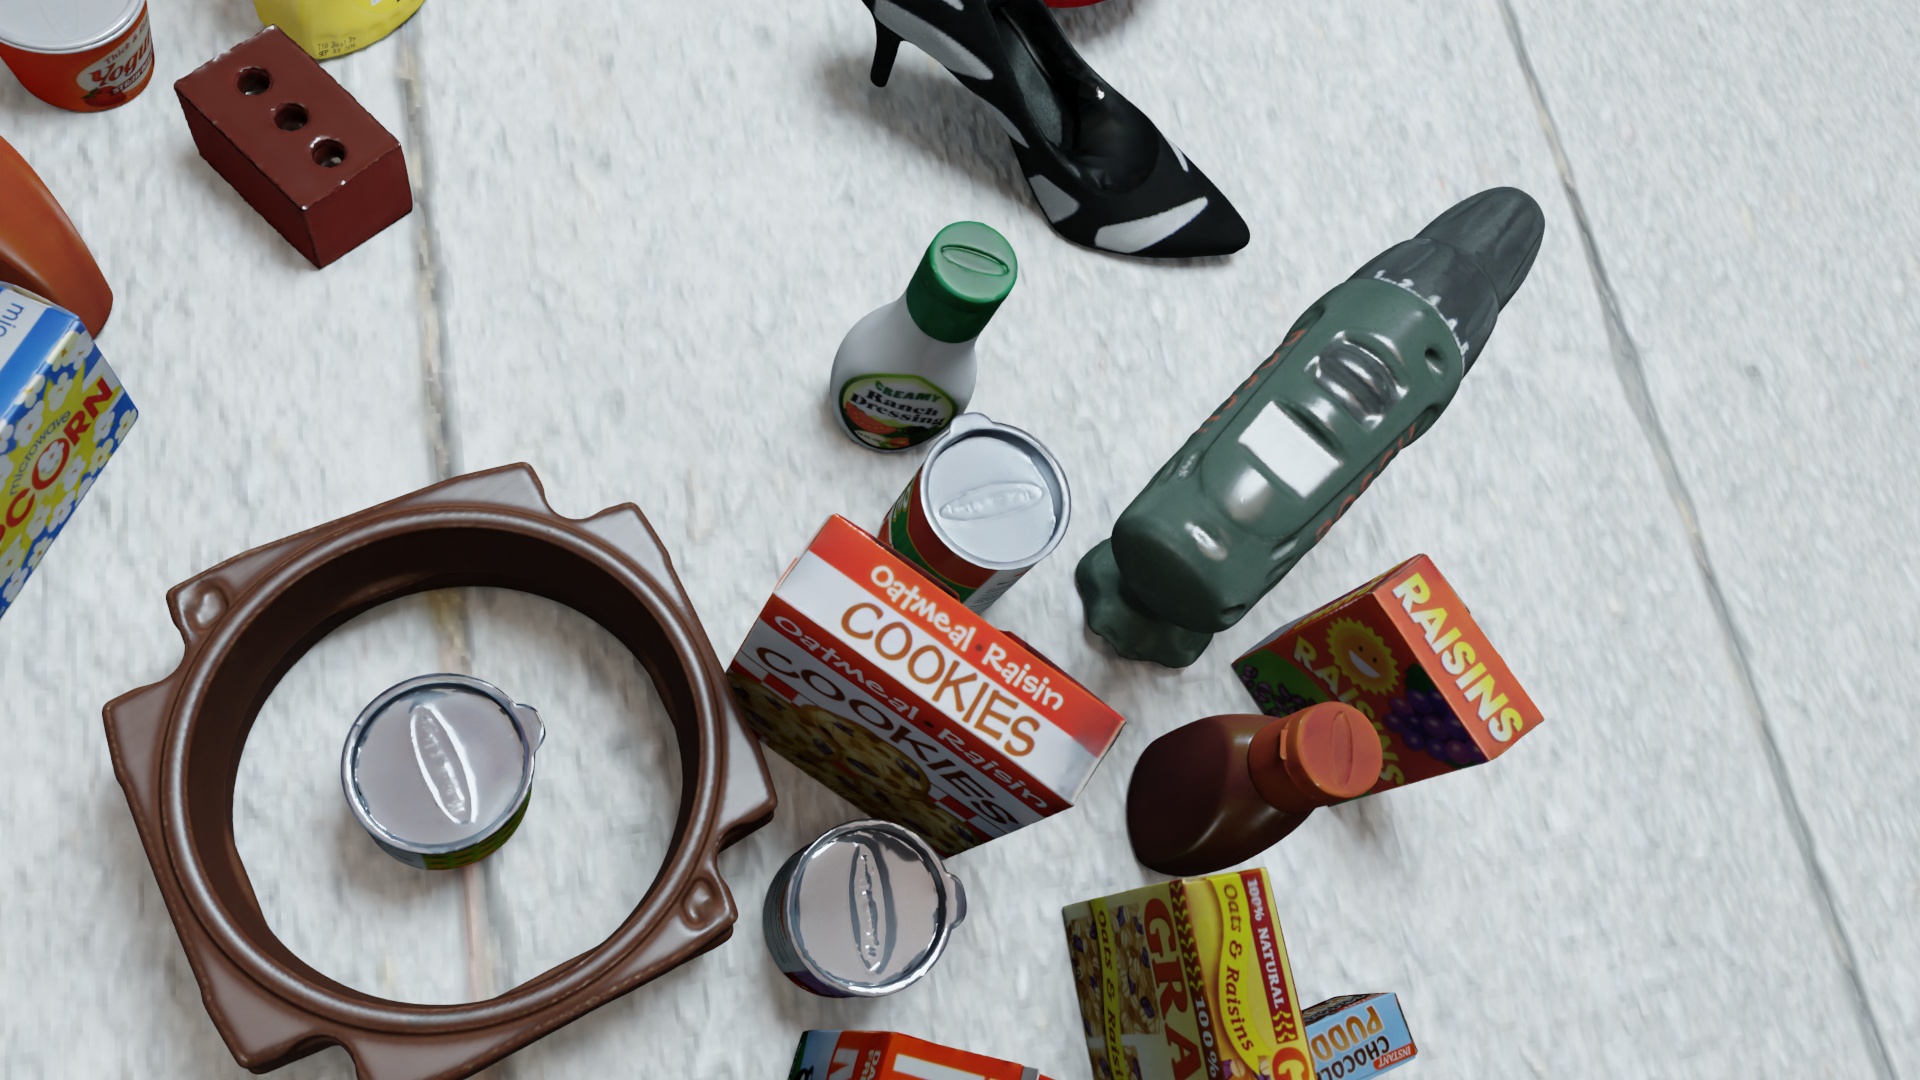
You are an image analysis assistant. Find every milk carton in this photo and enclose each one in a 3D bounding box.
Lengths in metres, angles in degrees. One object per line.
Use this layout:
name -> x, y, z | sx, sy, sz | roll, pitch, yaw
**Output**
milk carton -> -0.013, 0.211, 0.468 | 0.073, 0.189, 0.072 | 21, 66, -10

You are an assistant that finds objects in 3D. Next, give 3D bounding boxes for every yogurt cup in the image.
yogurt cup -> -0.376, -0.219, 0.585 | 0.072, 0.053, 0.072 | 6, 69, -16

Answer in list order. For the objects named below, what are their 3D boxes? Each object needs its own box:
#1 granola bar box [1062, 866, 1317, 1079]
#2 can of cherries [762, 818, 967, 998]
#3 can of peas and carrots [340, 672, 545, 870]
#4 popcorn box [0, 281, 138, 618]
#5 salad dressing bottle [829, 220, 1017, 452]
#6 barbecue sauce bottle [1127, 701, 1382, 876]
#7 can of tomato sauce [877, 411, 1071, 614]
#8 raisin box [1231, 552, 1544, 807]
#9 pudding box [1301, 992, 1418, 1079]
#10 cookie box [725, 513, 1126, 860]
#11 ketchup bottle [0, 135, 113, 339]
granola bar box -> 0.094, 0.217, 0.537 | 0.039, 0.123, 0.166 | -4, 72, -19
can of cherries -> -0.040, 0.149, 0.555 | 0.071, 0.058, 0.072 | 6, 69, -16
can of peas and carrots -> -0.194, 0.088, 0.528 | 0.071, 0.058, 0.071 | 6, 69, -16
popcorn box -> -0.357, -0.020, 0.500 | 0.038, 0.085, 0.127 | 24, 65, -8
salad dressing bottle -> -0.016, -0.085, 0.600 | 0.064, 0.147, 0.044 | 15, 67, -12
barbecue sauce bottle -> 0.117, 0.100, 0.574 | 0.044, 0.148, 0.065 | 14, 67, -13
can of tomato sauce -> 0.002, -0.008, 0.613 | 0.071, 0.082, 0.071 | 6, 69, -16
raisin box -> 0.187, 0.066, 0.623 | 0.040, 0.123, 0.086 | -29, 82, -25
pudding box -> 0.146, 0.221, 0.593 | 0.084, 0.049, 0.030 | -13, 75, -22
cookie box -> -0.025, 0.064, 0.531 | 0.123, 0.166, 0.040 | 35, 64, -3
ketchup bottle -> -0.359, -0.120, 0.501 | 0.065, 0.148, 0.044 | 19, 66, -11
